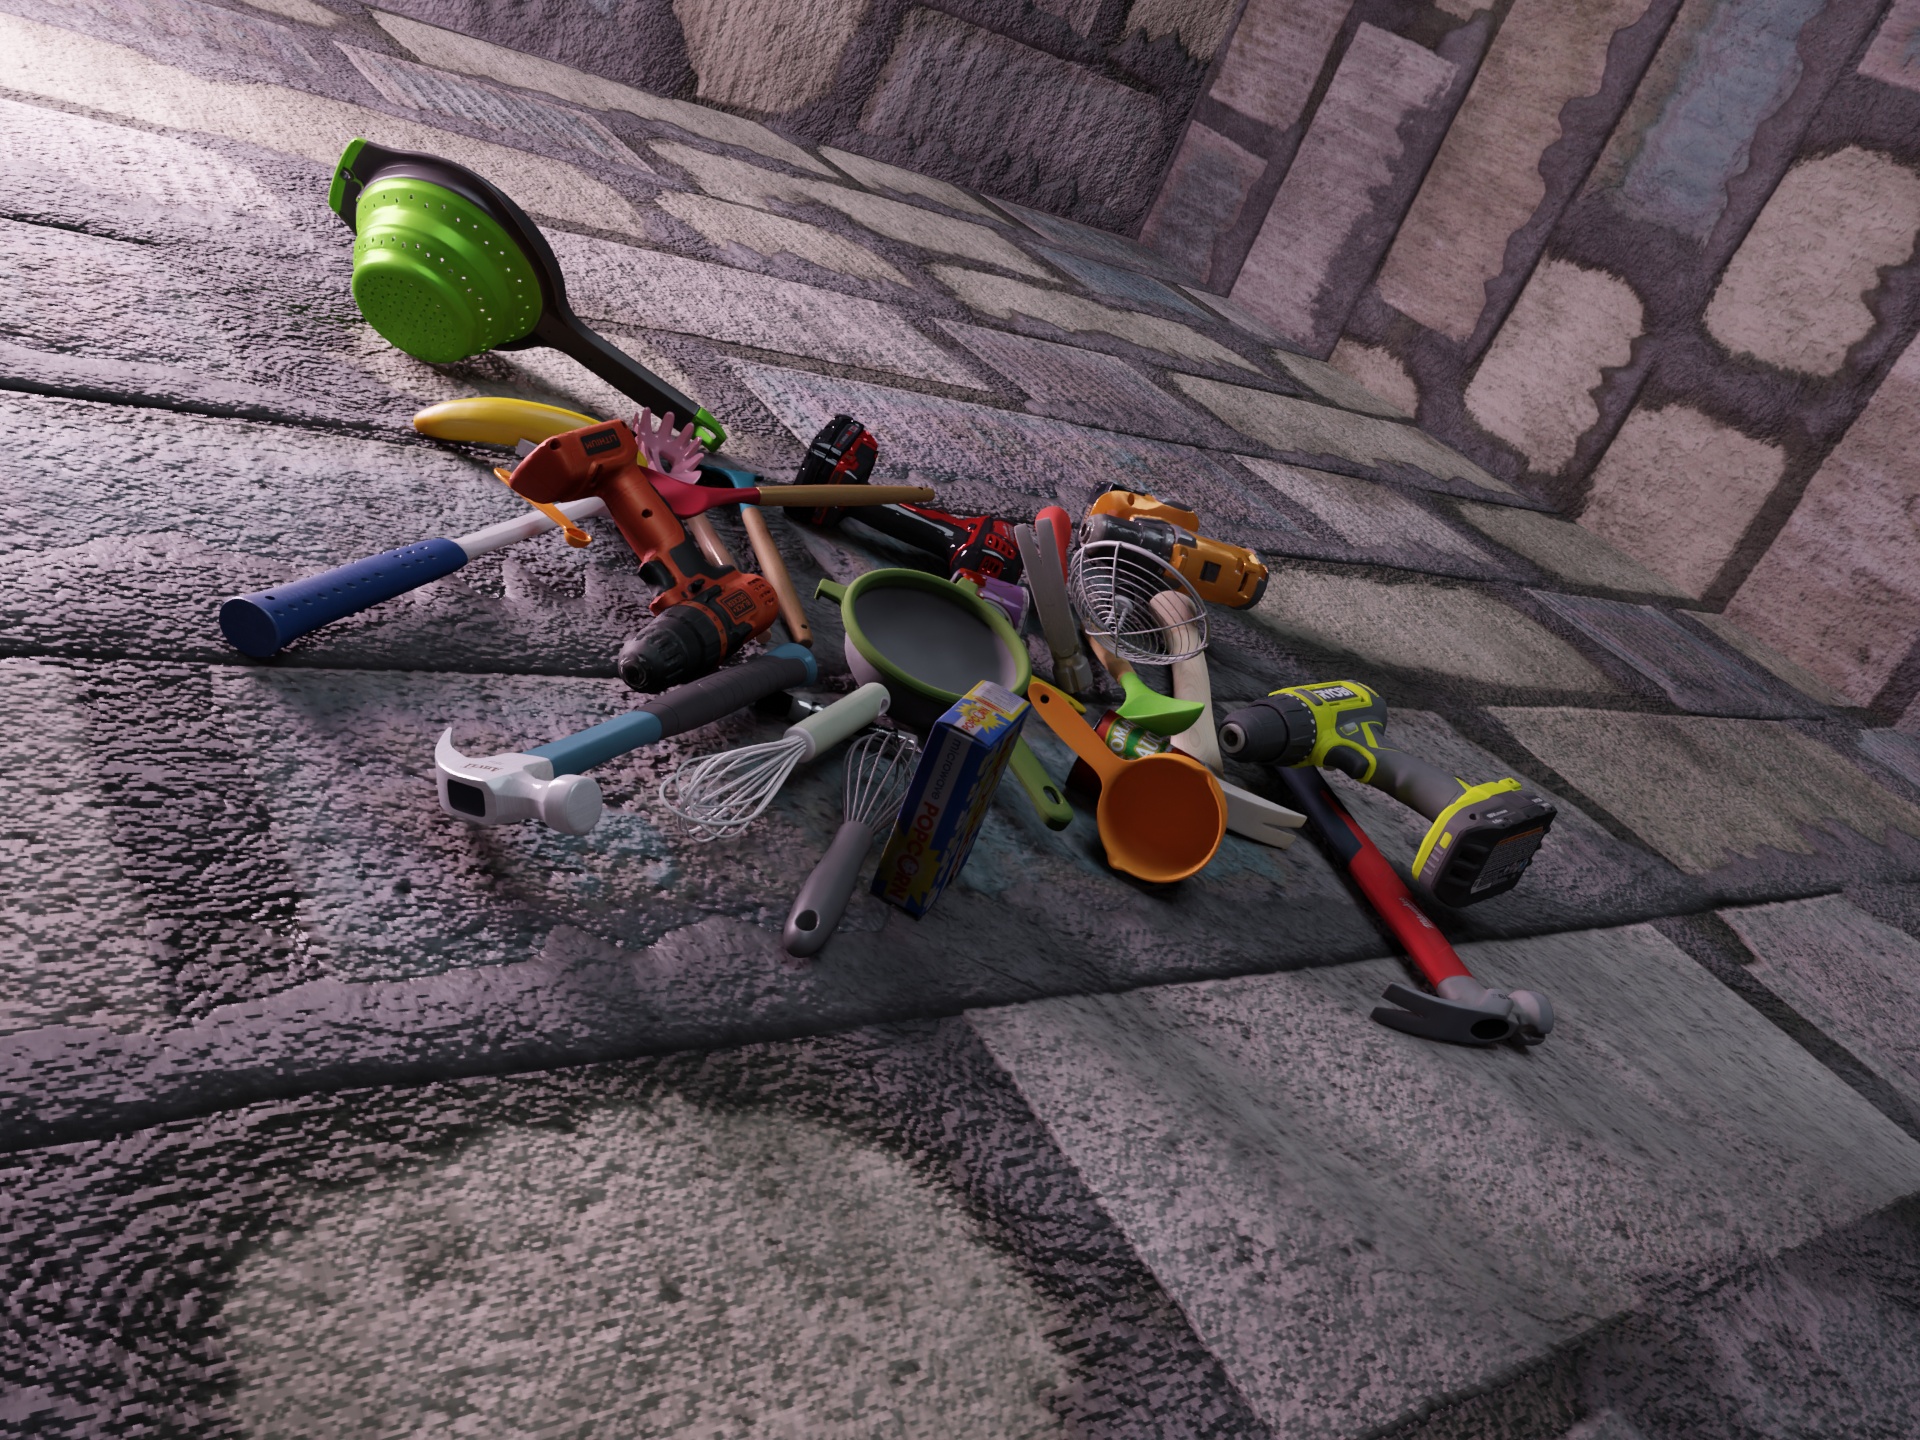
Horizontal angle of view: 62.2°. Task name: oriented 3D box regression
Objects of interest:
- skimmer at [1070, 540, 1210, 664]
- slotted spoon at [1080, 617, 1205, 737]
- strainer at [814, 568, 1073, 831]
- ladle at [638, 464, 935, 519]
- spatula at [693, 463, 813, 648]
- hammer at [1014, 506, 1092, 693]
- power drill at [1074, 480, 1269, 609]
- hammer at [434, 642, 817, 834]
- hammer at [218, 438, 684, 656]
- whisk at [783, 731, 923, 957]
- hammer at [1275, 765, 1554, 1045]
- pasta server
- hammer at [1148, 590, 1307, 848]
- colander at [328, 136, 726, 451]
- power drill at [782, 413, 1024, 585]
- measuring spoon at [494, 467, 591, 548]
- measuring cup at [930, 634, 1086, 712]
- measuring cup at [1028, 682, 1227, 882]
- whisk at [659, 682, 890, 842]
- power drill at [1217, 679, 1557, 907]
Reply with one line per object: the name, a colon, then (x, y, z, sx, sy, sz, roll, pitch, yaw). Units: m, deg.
skimmer: (0.157, -0.115, 1.391, 0.127, 0.090, 0.363, 38, 13, -1)
slotted spoon: (0.137, -0.040, 1.327, 0.070, 0.031, 0.314, -8, 19, -5)
strainer: (-0.002, -0.004, 1.153, 0.151, 0.069, 0.257, -5, 49, -40)
ladle: (-0.145, -0.184, 1.291, 0.315, 0.031, 0.069, -7, 45, -40)
spatula: (-0.170, -0.148, 1.323, 0.082, 0.044, 0.318, 9, 34, -30)
hammer: (0.084, -0.151, 1.459, 0.036, 0.149, 0.359, -14, 19, 8)
power drill: (0.181, -0.177, 1.571, 0.185, 0.084, 0.226, 14, 14, -17)
hammer: (-0.181, 0.001, 0.954, 0.128, 0.033, 0.331, 6, 17, 24)
hammer: (-0.347, -0.119, 1.091, 0.144, 0.035, 0.405, 29, 26, 9)
whisk: (-0.067, 0.070, 0.969, 0.055, 0.055, 0.239, 25, 30, -1)
hammer: (0.300, 0.105, 1.237, 0.143, 0.038, 0.387, 11, 29, -24)
pasta server: (-0.207, -0.162, 1.290, 0.060, 0.040, 0.317, 6, 33, -34)
hammer: (0.212, -0.021, 1.402, 0.146, 0.038, 0.411, 24, 25, -6)
colander: (-0.389, -0.335, 1.398, 0.396, 0.204, 0.095, 34, 57, -18)
power drill: (-0.040, -0.189, 1.458, 0.219, 0.078, 0.143, 27, 26, -3)
measuring spoon: (-0.303, -0.152, 1.144, 0.117, 0.011, 0.021, 38, 21, 31)
measuring cup: (0.035, -0.029, 1.284, 0.156, 0.029, 0.062, 25, 24, -28)
measuring cup: (0.114, 0.036, 1.118, 0.174, 0.095, 0.052, 47, 14, 10)
whisk: (-0.108, 0.018, 1.010, 0.059, 0.057, 0.246, 24, 26, 17)
power drill: (0.325, 0.046, 1.240, 0.190, 0.080, 0.229, -8, 36, -46)
